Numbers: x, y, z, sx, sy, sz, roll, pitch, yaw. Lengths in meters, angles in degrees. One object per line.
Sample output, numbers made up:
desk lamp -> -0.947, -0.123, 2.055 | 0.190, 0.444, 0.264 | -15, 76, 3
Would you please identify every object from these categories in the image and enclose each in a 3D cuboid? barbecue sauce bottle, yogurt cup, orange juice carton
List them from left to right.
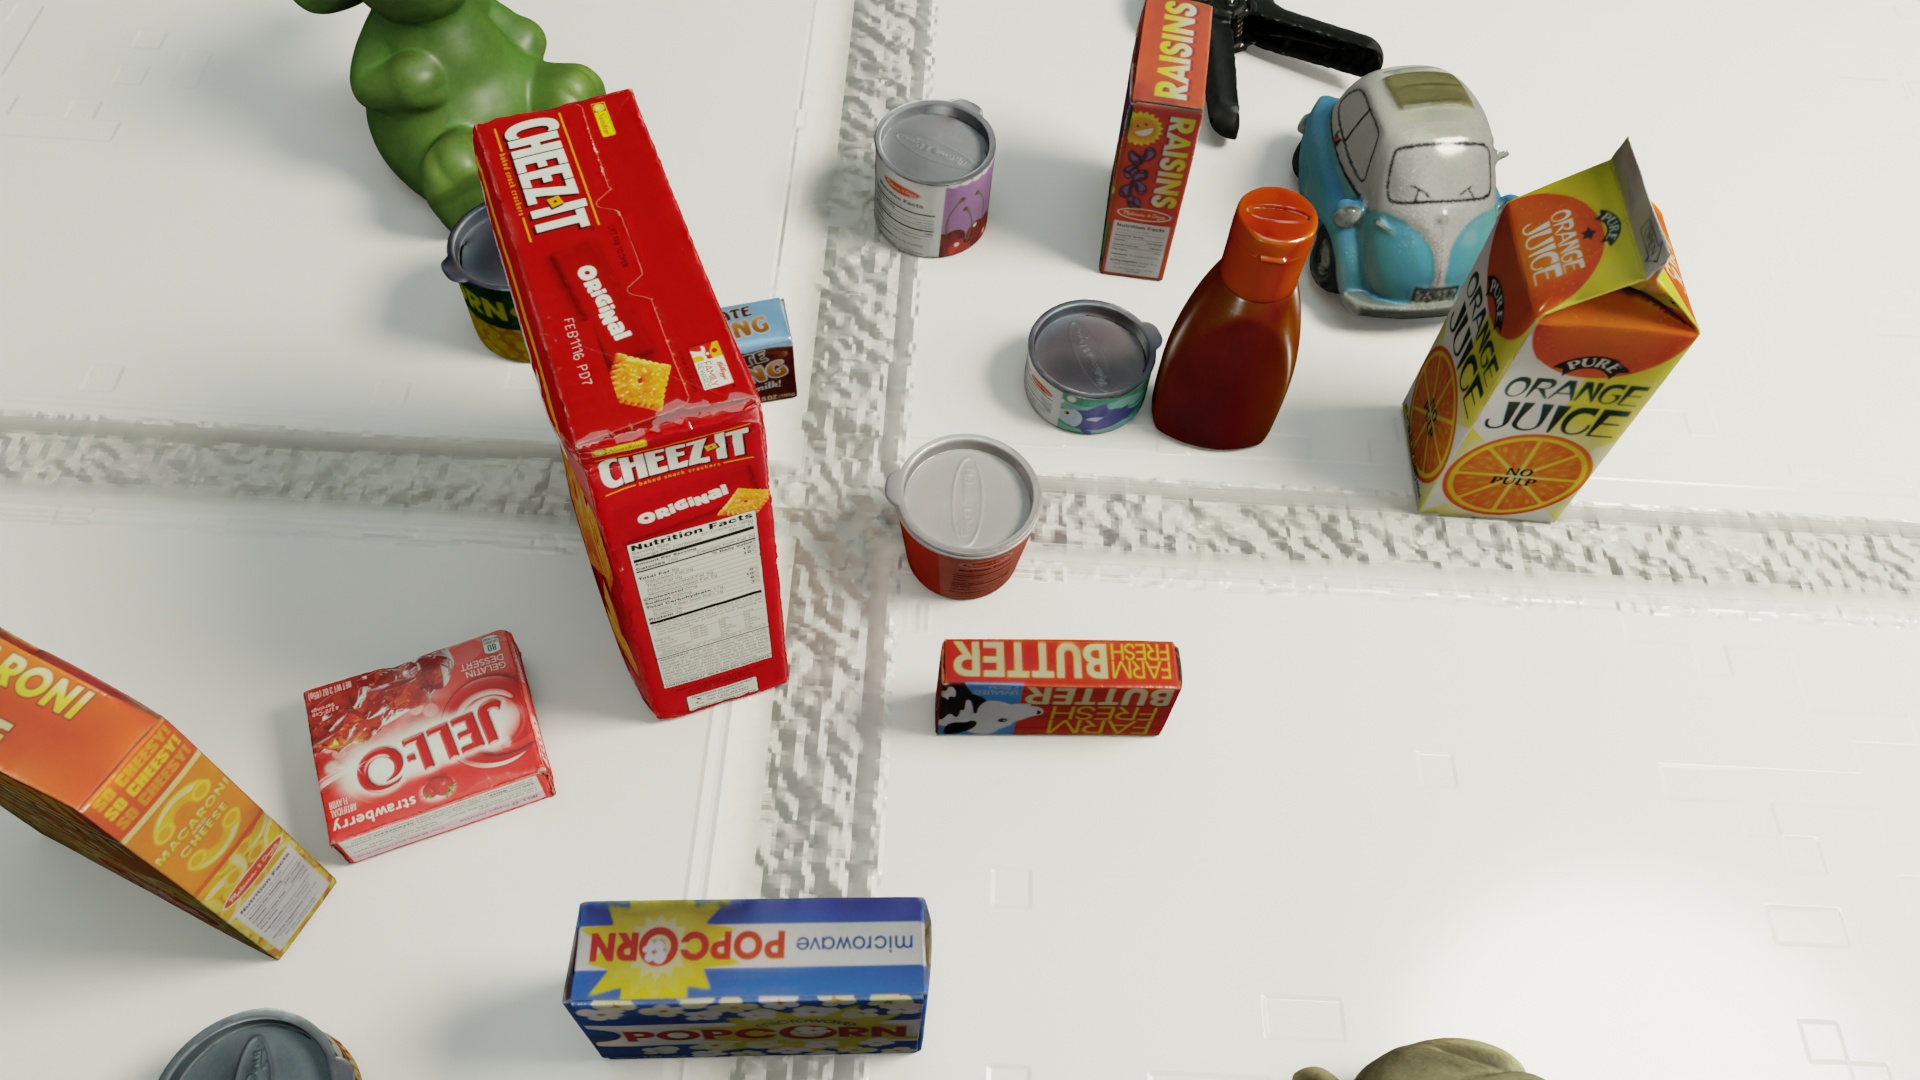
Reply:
yogurt cup -> 0.002, -0.008, 0.654 | 0.072, 0.053, 0.073 | 2, 58, -3
barbecue sauce bottle -> 0.134, -0.103, 0.667 | 0.065, 0.147, 0.044 | 8, 58, 1
orange juice carton -> 0.273, -0.090, 0.642 | 0.073, 0.191, 0.072 | 4, 58, -1

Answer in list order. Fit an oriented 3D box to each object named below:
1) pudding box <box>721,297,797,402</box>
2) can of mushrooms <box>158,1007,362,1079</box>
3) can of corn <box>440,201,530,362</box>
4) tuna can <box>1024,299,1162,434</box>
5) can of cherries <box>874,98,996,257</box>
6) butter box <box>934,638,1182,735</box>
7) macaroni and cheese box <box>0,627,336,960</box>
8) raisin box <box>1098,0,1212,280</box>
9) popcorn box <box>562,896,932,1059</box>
pudding box -> -0.126, -0.091, 0.700 | 0.084, 0.049, 0.030 | -11, 59, -11
can of mushrooms -> -0.255, 0.209, 0.510 | 0.071, 0.033, 0.071 | 2, 58, -3
can of corn -> -0.225, -0.133, 0.715 | 0.071, 0.058, 0.071 | 2, 58, -3
tuna can -> 0.069, -0.091, 0.723 | 0.071, 0.032, 0.071 | 2, 58, -3
can of cherries -> -0.013, -0.202, 0.773 | 0.071, 0.058, 0.072 | 2, 58, -3
butter box -> 0.041, 0.065, 0.610 | 0.103, 0.053, 0.024 | 1, 58, -3
macaroni and cheese box -> -0.315, 0.087, 0.505 | 0.124, 0.165, 0.040 | 23, 59, 10
raisin box -> 0.104, -0.215, 0.751 | 0.040, 0.122, 0.086 | 10, 58, 2
popcorn box -> -0.075, 0.165, 0.520 | 0.127, 0.084, 0.038 | 0, 58, -4
